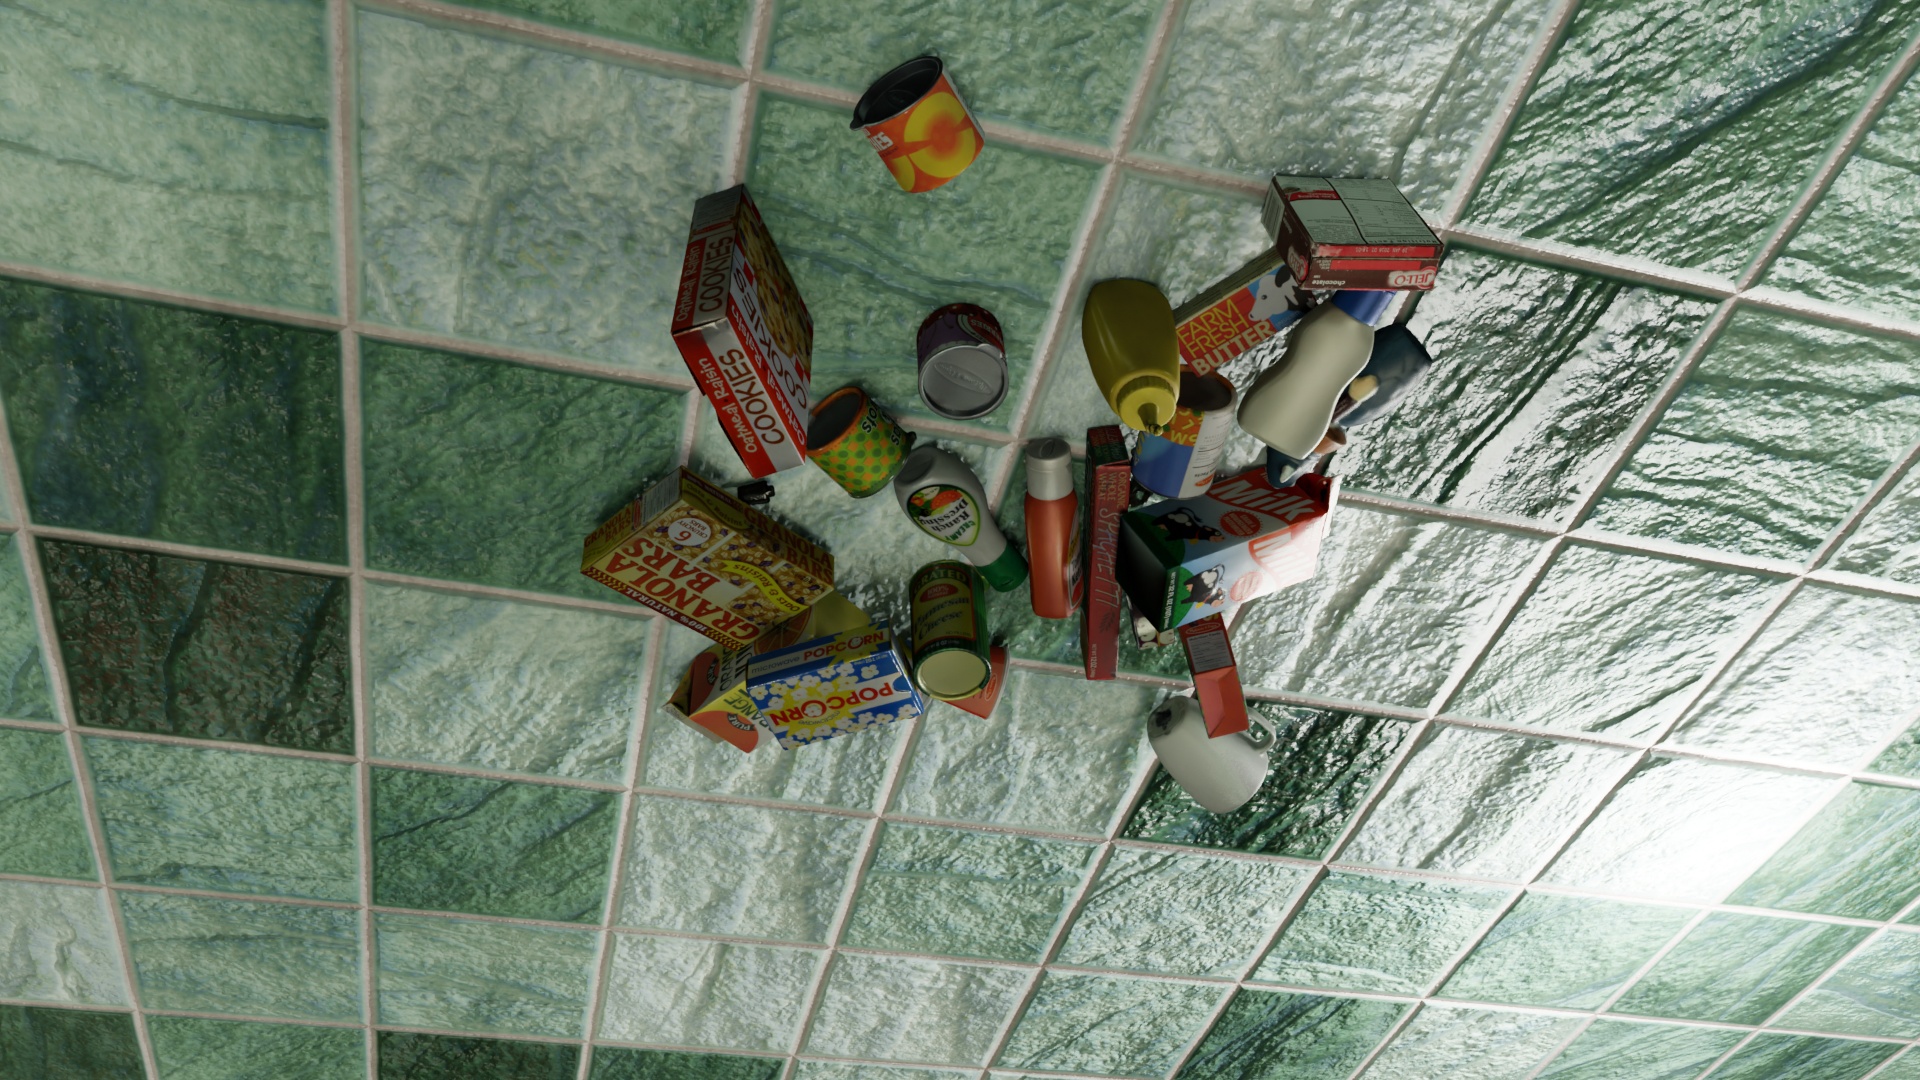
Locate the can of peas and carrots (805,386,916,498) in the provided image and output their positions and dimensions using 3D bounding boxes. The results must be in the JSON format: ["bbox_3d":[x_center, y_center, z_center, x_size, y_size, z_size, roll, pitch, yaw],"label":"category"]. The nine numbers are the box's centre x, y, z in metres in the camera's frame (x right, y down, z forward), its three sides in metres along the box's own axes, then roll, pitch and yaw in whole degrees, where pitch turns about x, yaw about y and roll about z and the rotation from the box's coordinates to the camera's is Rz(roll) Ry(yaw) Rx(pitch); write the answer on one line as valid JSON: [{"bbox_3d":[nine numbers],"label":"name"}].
[{"bbox_3d":[-0.078,-0.076,1.054,0.071,0.071,0.058,-32,126,22],"label":"can of peas and carrots"}]

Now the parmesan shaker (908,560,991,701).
[{"bbox_3d":[-0.007,0.075,1.170,0.071,0.103,0.071,-2,132,-3],"label":"parmesan shaker"}]

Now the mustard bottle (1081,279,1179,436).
[{"bbox_3d":[0.122,-0.121,0.966,0.065,0.161,0.048,2,133,-5],"label":"mustard bottle"}]

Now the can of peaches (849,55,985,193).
[{"bbox_3d":[-0.027,-0.264,0.888,0.071,0.071,0.058,-25,130,17],"label":"can of peaches"}]

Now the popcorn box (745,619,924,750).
[{"bbox_3d":[-0.104,0.120,1.146,0.127,0.038,0.085,-16,130,7],"label":"popcorn box"}]

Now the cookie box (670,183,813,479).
[{"bbox_3d":[-0.141,-0.140,0.922,0.040,0.168,0.122,-16,131,11],"label":"cookie box"}]

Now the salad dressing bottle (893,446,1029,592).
[{"bbox_3d":[0.004,-0.014,1.131,0.064,0.044,0.147,-27,129,20],"label":"salad dressing bottle"}]

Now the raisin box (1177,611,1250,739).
[{"bbox_3d":[0.211,0.095,1.192,0.040,0.124,0.085,-15,131,8],"label":"raisin box"}]

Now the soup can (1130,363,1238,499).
[{"bbox_3d":[0.169,-0.085,1.068,0.071,0.072,0.083,3,131,-8],"label":"soup can"}]

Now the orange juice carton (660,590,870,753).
[{"bbox_3d":[-0.172,0.120,1.217,0.192,0.073,0.071,-33,127,23],"label":"orange juice carton"}]

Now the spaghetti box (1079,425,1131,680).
[{"bbox_3d":[0.119,0.016,1.164,0.029,0.050,0.248,-4,132,-2],"label":"spaghetti box"}]

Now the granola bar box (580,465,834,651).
[{"bbox_3d":[-0.203,0.020,1.128,0.124,0.039,0.165,-32,134,28],"label":"granola bar box"}]

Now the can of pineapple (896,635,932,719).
[{"bbox_3d":[-0.059,0.118,1.232,0.058,0.071,0.070,27,125,-26],"label":"can of pineapple"}]

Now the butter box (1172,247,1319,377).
[{"bbox_3d":[0.205,-0.168,1.023,0.103,0.024,0.053,-30,127,20],"label":"butter box"}]

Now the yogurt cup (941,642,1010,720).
[{"bbox_3d":[0.009,0.121,1.241,0.054,0.073,0.072,17,129,-8],"label":"yogurt cup"}]

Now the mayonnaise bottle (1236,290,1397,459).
[{"bbox_3d":[0.263,-0.134,1.007,0.065,0.041,0.147,27,113,-7],"label":"mayonnaise bottle"}]

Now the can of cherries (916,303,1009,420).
[{"bbox_3d":[0.003,-0.132,1.015,0.071,0.059,0.071,-2,131,-2],"label":"can of cherries"}]

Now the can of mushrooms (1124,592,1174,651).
[{"bbox_3d":[0.161,0.059,1.193,0.033,0.071,0.070,-11,132,5],"label":"can of mushrooms"}]

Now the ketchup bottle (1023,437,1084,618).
[{"bbox_3d":[0.075,-0.011,1.130,0.043,0.065,0.148,3,125,15],"label":"ketchup bottle"}]

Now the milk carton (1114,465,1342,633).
[{"bbox_3d":[0.225,-0.001,1.120,0.191,0.074,0.072,-17,134,-19],"label":"milk carton"}]
